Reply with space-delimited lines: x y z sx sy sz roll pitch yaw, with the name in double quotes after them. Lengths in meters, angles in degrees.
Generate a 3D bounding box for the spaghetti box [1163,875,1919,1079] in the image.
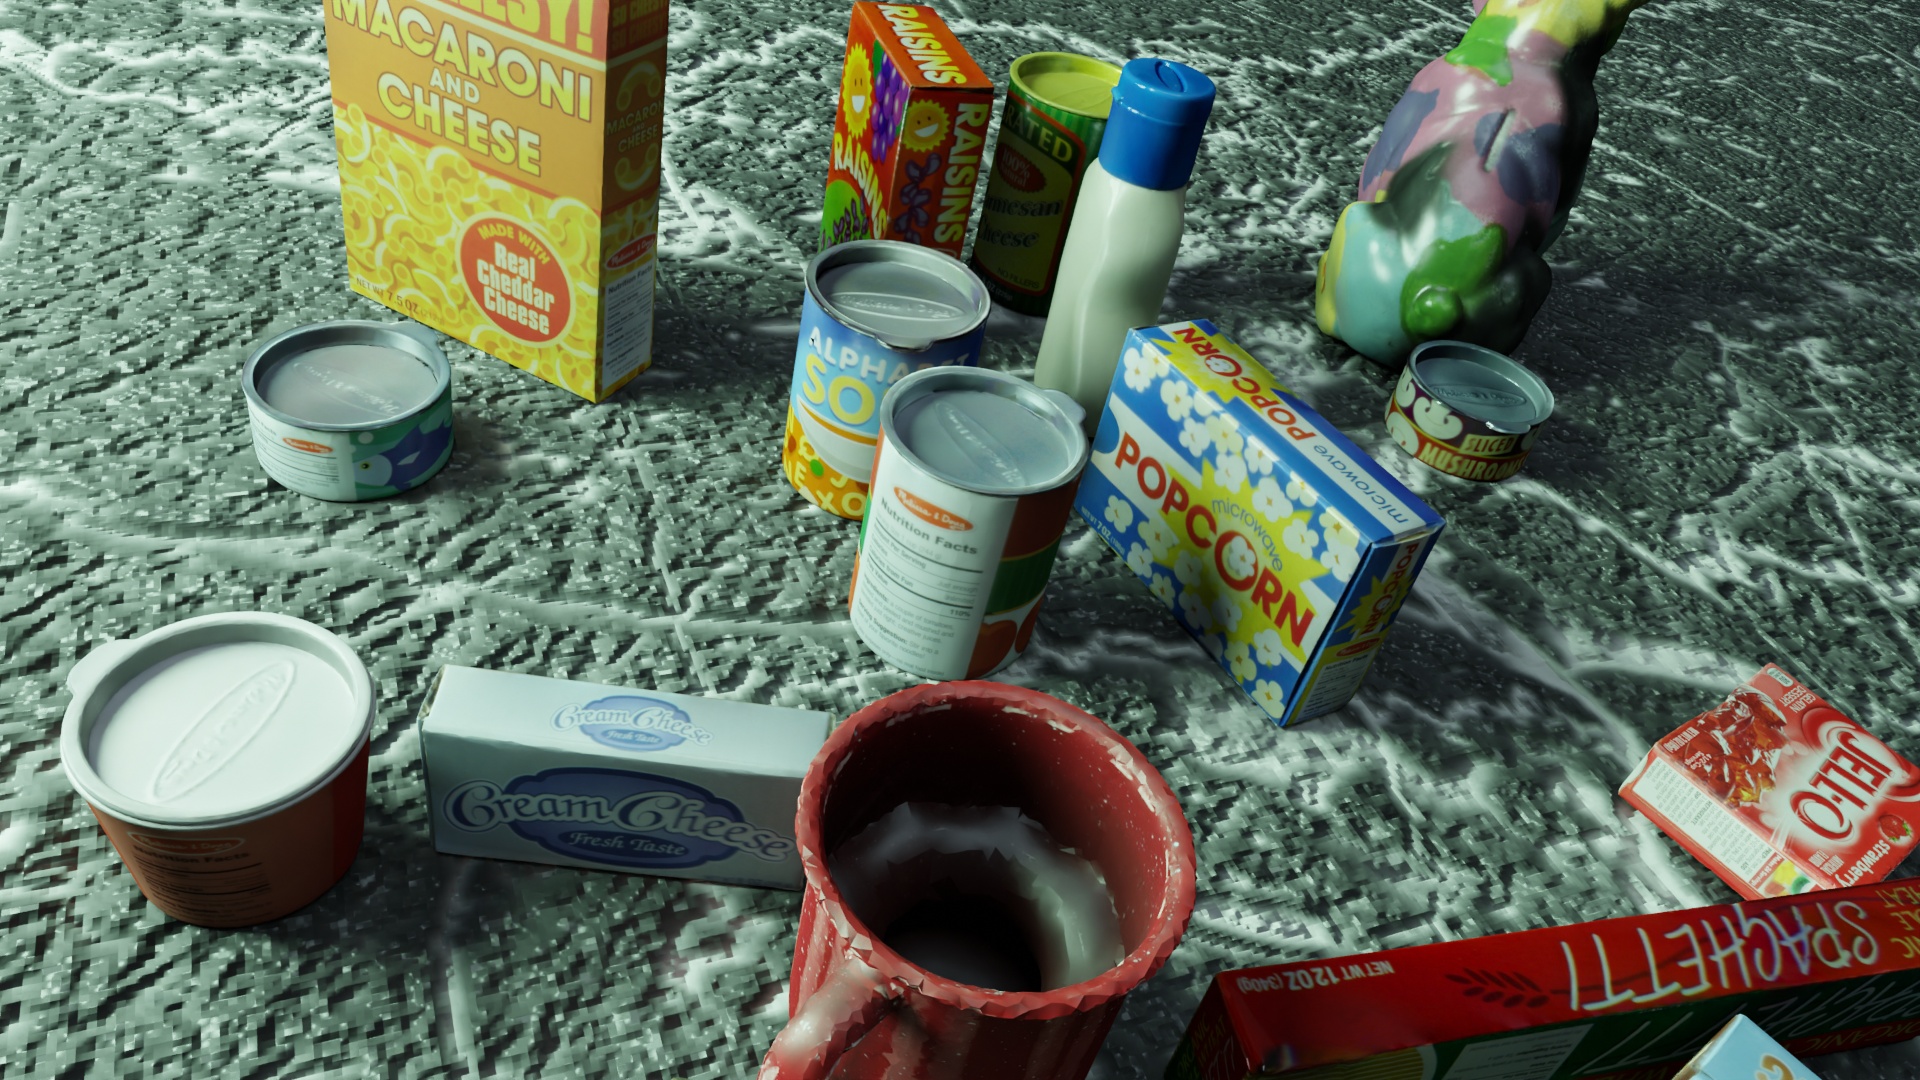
0.177 0.128 0.378 0.250 0.049 0.029 -2 42 -18 "spaghetti box"

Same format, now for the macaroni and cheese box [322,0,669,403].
-0.171 -0.148 0.513 0.124 0.165 0.040 24 40 13 "macaroni and cheese box"

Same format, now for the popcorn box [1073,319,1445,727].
0.099 -0.009 0.490 0.038 0.084 0.127 -15 47 -30 "popcorn box"

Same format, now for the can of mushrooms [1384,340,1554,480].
0.229 -0.058 0.626 0.071 0.033 0.071 8 40 -7 "can of mushrooms"

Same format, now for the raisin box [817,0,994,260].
-0.026 -0.155 0.597 0.040 0.122 0.086 -4 42 -20 "raisin box"

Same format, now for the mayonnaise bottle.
0.064 -0.115 0.557 0.041 0.147 0.065 4 40 -11 "mayonnaise bottle"

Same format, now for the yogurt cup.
-0.183 0.060 0.351 0.072 0.053 0.073 8 40 -7 "yogurt cup"

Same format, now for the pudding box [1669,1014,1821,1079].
0.211 0.166 0.343 0.030 0.049 0.084 -23 51 -36 "pudding box"

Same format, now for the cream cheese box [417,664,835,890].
-0.089 0.065 0.373 0.104 0.053 0.024 8 40 -7 "cream cheese box"

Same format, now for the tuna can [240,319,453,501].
-0.211 -0.047 0.487 0.071 0.032 0.071 8 40 -7 "tuna can"

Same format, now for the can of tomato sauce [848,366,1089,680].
0.002 -0.006 0.460 0.071 0.082 0.071 8 40 -7 "can of tomato sauce"

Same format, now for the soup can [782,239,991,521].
-0.029 -0.056 0.510 0.071 0.083 0.072 8 40 -7 "soup can"

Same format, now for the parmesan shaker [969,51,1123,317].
0.047 -0.162 0.643 0.071 0.102 0.072 8 40 -7 "parmesan shaker"
